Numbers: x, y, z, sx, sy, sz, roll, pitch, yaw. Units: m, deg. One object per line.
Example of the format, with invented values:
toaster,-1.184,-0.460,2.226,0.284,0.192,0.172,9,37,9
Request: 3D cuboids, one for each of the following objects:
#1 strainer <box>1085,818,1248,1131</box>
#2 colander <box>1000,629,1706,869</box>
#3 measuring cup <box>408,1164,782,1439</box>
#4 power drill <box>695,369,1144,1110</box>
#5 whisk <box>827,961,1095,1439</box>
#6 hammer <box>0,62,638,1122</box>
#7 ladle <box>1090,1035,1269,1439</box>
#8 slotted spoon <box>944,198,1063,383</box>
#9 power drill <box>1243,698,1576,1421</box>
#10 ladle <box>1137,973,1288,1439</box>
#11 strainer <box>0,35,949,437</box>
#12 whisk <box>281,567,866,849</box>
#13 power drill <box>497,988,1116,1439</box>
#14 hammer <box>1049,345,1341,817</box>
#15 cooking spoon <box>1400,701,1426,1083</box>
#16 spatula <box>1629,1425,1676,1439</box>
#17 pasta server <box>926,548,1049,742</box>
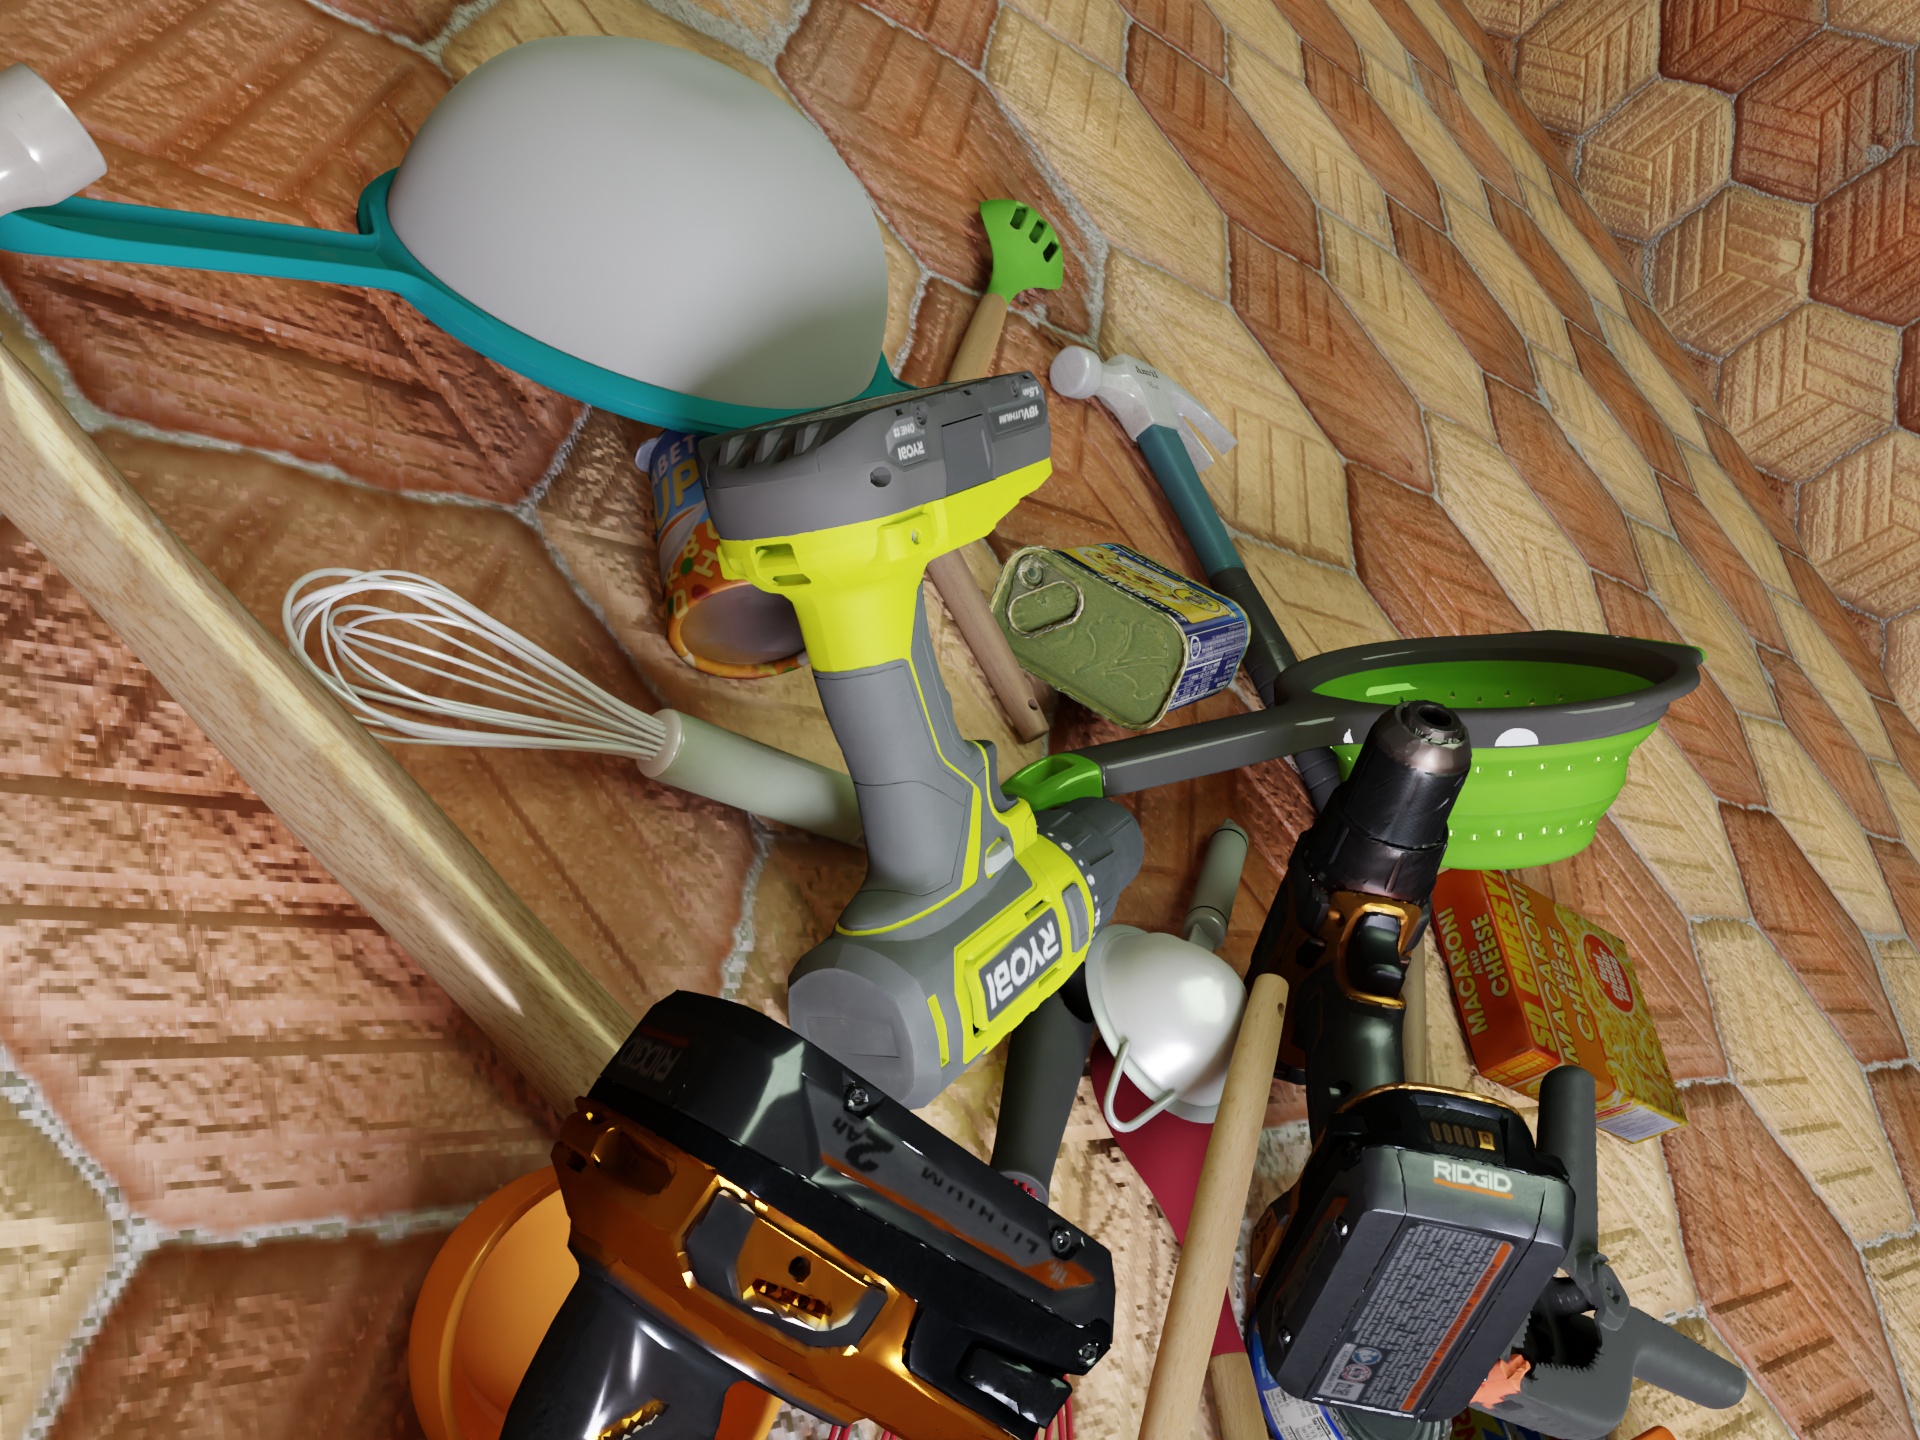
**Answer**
strainer,0.105,0.091,0.684,0.087,0.050,0.258,47,24,-3
colander,0.195,0.032,0.776,0.397,0.205,0.094,-11,104,-28
measuring cup,-0.057,0.160,0.420,0.173,0.052,0.095,9,73,-33
power drill,-0.001,-0.002,0.570,0.190,0.080,0.228,-30,113,-53
whisk,0.014,0.171,0.523,0.073,0.073,0.296,44,30,-13
hammer,-0.185,0.001,0.423,0.130,0.031,0.331,-43,106,-19
ladle,0.100,0.256,0.572,0.069,0.031,0.316,17,50,-37
slotted spoon,0.016,-0.219,0.888,0.070,0.031,0.314,40,38,-19
power drill,0.162,0.116,0.606,0.084,0.185,0.226,12,34,-3
ladle,0.079,0.213,0.506,0.078,0.062,0.320,55,42,-33
strainer,-0.153,-0.191,0.556,0.340,0.095,0.211,-10,46,-48
whisk,-0.108,0.005,0.534,0.246,0.058,0.059,23,36,-42
power drill,-0.061,0.191,0.331,0.164,0.084,0.226,39,69,-19
hammer,0.159,-0.072,0.919,0.128,0.033,0.331,0,61,-48
cooking spoon,0.247,0.096,0.879,0.319,0.017,0.068,-74,151,-48
spatula,0.218,0.328,0.618,0.322,0.041,0.081,21,46,-44
pasta server,-0.033,-0.133,0.746,0.060,0.040,0.316,-17,75,-41
